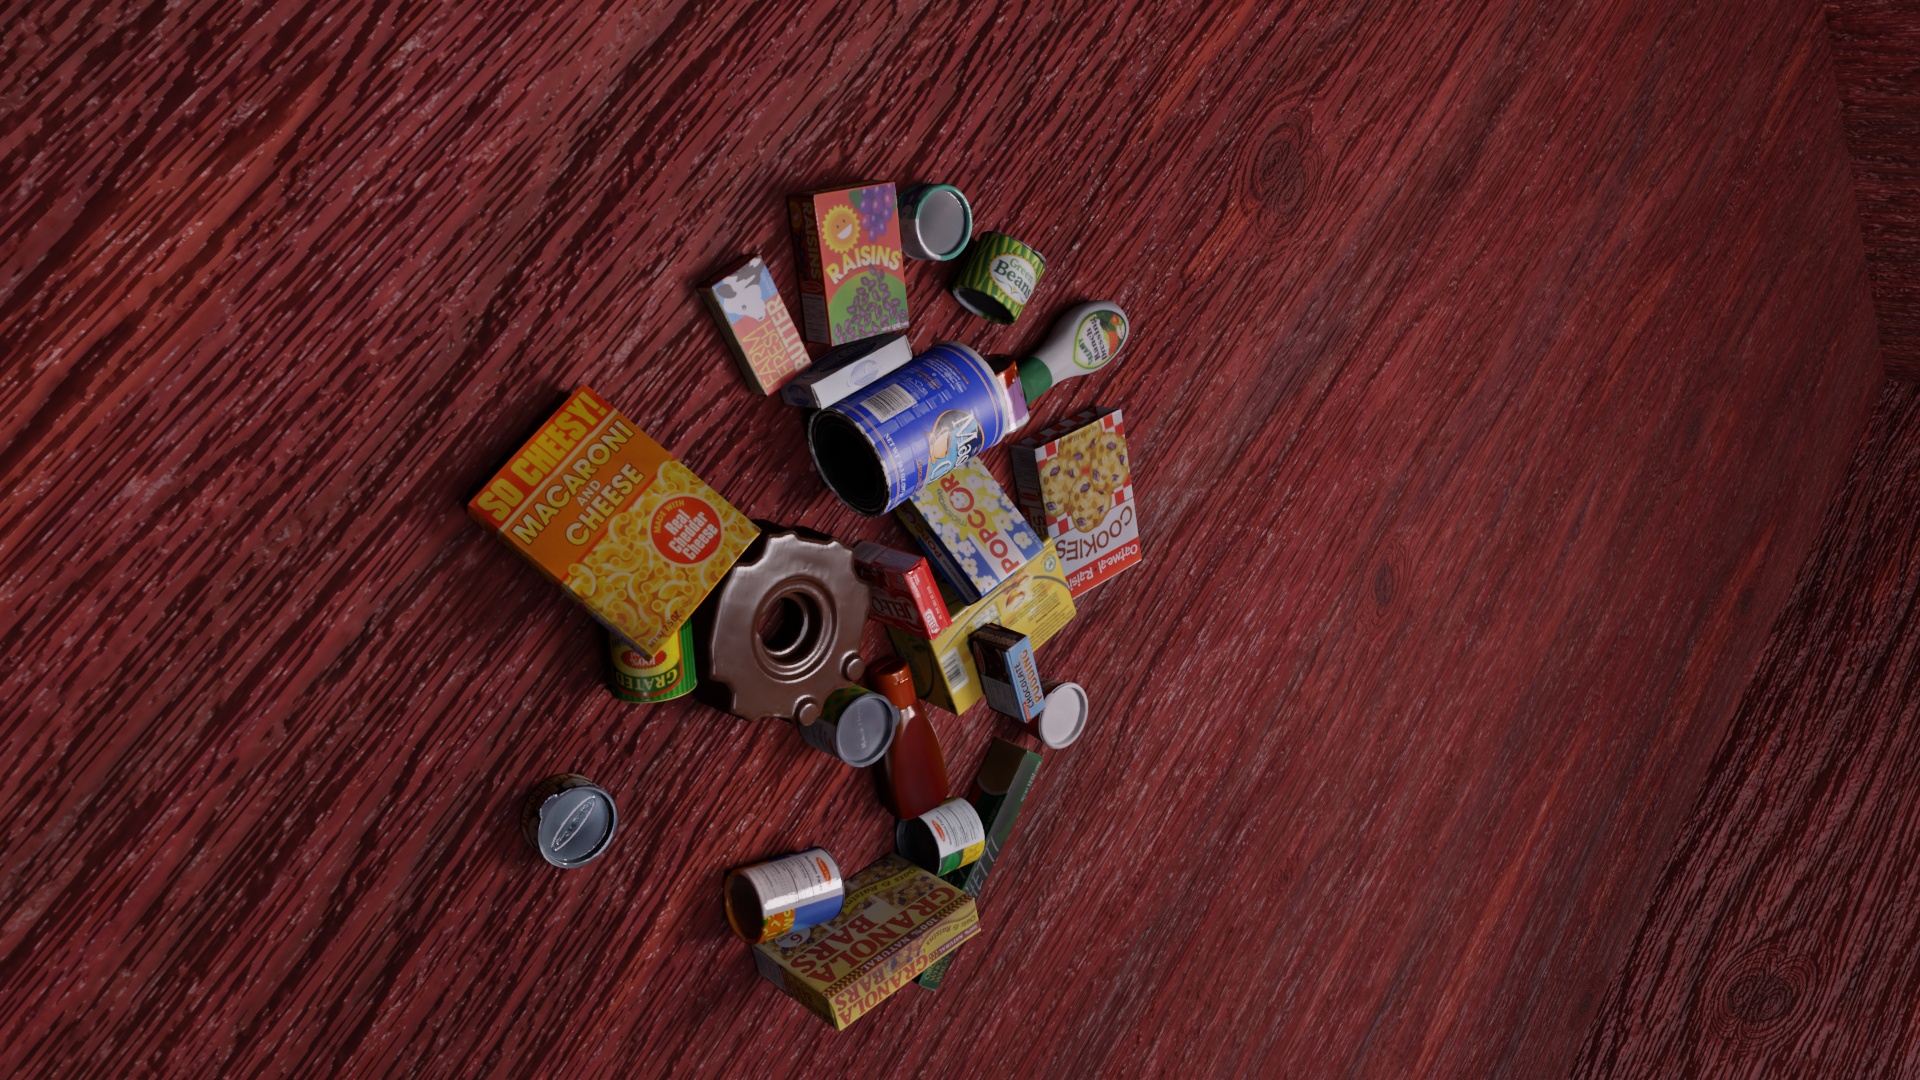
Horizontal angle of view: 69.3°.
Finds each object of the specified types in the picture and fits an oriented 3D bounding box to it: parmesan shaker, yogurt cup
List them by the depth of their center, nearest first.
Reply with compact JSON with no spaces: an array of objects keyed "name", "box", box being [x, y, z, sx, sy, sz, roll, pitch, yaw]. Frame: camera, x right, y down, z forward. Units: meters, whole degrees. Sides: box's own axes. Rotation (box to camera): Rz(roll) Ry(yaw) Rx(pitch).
[{"name":"parmesan shaker","box":[-0.243,0.065,1.067,0.071,0.071,0.102,-15,110,-39]},{"name":"yogurt cup","box":[0.087,0.170,1.397,0.072,0.054,0.072,-12,109,-40]}]

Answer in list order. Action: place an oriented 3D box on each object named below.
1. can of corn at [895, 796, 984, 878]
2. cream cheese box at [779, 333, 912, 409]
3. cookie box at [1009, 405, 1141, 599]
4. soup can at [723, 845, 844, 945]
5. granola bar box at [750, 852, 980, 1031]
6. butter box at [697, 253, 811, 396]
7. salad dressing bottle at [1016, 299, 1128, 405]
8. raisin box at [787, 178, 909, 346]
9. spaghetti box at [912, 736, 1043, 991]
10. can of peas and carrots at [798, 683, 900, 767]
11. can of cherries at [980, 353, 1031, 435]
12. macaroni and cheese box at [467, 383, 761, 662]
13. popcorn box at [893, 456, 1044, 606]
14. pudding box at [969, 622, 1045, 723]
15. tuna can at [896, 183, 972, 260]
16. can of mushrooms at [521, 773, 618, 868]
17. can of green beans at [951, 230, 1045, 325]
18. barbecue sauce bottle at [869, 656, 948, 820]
[{"name":"can of corn","box":[-0.021,0.284,1.323,0.058,0.071,0.071,-14,109,-40]},{"name":"cream cheese box","box":[-0.096,-0.142,1.156,0.104,0.053,0.024,-34,119,-32]},{"name":"cookie box","box":[0.117,-0.035,1.385,0.123,0.040,0.166,-27,116,-35]},{"name":"soup can","box":[-0.154,0.309,1.207,0.084,0.071,0.071,-7,105,-40]},{"name":"granola bar box","box":[-0.084,0.354,1.240,0.166,0.124,0.039,-26,116,-35]},{"name":"butter box","box":[-0.163,-0.171,1.108,0.053,0.024,0.103,-42,125,-26]},{"name":"salad dressing bottle","box":[0.099,-0.178,1.330,0.148,0.044,0.064,-38,122,-29]},{"name":"raisin box","box":[-0.091,-0.230,1.149,0.086,0.040,0.123,-21,115,-36]},{"name":"spaghetti box","box":[0.006,0.315,1.363,0.028,0.050,0.250,34,77,-40]},{"name":"can of peas and carrots","box":[-0.098,0.158,1.224,0.071,0.059,0.070,-13,109,-40]},{"name":"can of cherries","box":[0.026,-0.132,1.260,0.072,0.071,0.058,-33,120,-32]},{"name":"macaroni and cheese box","box":[-0.249,-0.012,1.005,0.166,0.040,0.124,41,69,-7]},{"name":"popcorn box","box":[0.004,-0.016,1.246,0.085,0.038,0.126,-36,88,-30]},{"name":"pudding box","box":[0.043,0.120,1.256,0.030,0.049,0.083,-35,123,-32]},{"name":"tuna can","box":[-0.022,-0.277,1.203,0.071,0.033,0.071,-12,109,-39]},{"name":"can of mushrooms","box":[-0.303,0.214,1.070,0.071,0.033,0.070,-13,109,-39]},{"name":"can of green beans","box":[0.034,-0.234,1.242,0.071,0.071,0.058,37,76,-41]},{"name":"barbecue sauce bottle","box":[-0.052,0.181,1.282,0.065,0.043,0.148,-27,117,-35]}]
